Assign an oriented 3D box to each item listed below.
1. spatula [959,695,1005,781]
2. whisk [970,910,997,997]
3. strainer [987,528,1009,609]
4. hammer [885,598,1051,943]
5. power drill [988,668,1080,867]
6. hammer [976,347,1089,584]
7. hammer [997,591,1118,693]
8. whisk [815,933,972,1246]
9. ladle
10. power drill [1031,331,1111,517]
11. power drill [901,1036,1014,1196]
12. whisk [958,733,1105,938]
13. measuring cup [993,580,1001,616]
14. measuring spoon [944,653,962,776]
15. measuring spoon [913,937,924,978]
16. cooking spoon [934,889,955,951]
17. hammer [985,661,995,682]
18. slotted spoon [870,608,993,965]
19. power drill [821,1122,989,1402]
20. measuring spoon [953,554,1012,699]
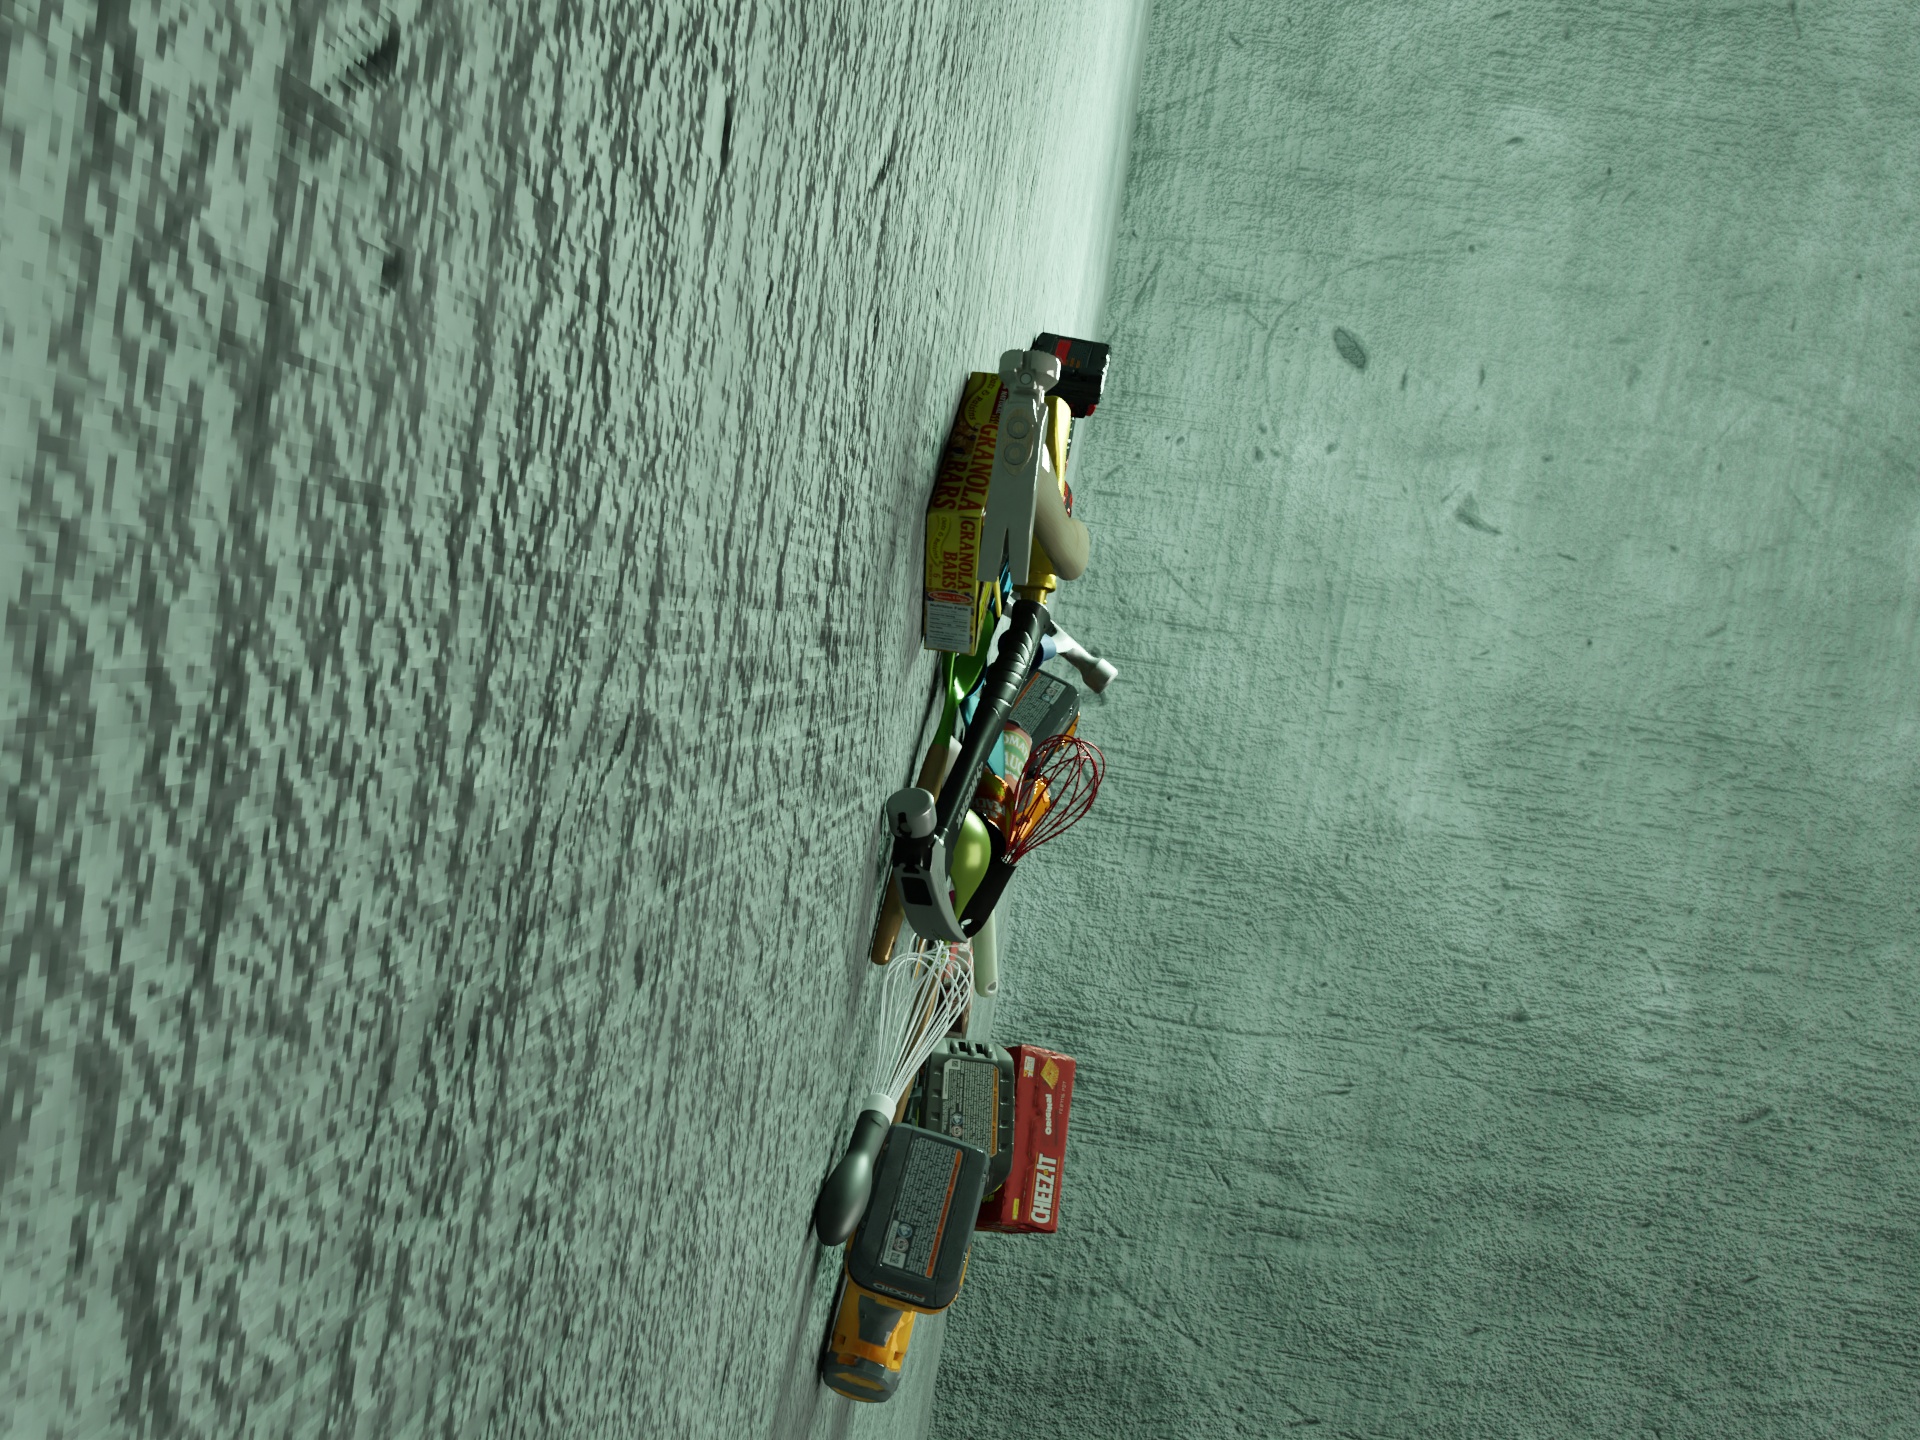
[{"bbox_3d":[0.020,-0.065,1.356,0.317,0.044,0.082,90,-1,-51],"label":"spatula"},{"bbox_3d":[0.021,0.184,1.626,0.058,0.059,0.246,-24,126,-32],"label":"whisk"},{"bbox_3d":[0.033,-0.143,1.383,0.258,0.050,0.087,101,-17,-67],"label":"strainer"},{"bbox_3d":[0.016,0.018,1.191,0.335,0.035,0.146,-66,154,-48],"label":"hammer"},{"bbox_3d":[0.051,0.070,1.674,0.164,0.084,0.226,-53,162,-37],"label":"power drill"},{"bbox_3d":[0.063,-0.143,1.178,0.410,0.038,0.146,27,70,-80],"label":"hammer"},{"bbox_3d":[0.077,-0.075,1.534,0.035,0.144,0.405,-50,175,8],"label":"hammer"},{"bbox_3d":[-0.049,0.250,1.114,0.285,0.070,0.070,-65,164,-53],"label":"whisk"},{"bbox_3d":[-0.040,0.222,1.287,0.078,0.062,0.320,-11,117,-88],"label":"ladle"},{"bbox_3d":[0.093,-0.267,1.649,0.188,0.080,0.226,-73,173,-56],"label":"power drill"},{"bbox_3d":[-0.016,0.375,1.430,0.223,0.080,0.171,114,-18,-57],"label":"power drill"},{"bbox_3d":[0.053,0.114,1.477,0.073,0.073,0.295,-75,-169,-48],"label":"whisk"},{"bbox_3d":[0.034,-0.159,1.238,0.062,0.029,0.156,-64,150,-83],"label":"measuring cup"},{"bbox_3d":[-0.002,-0.004,1.354,0.034,0.018,0.124,-73,170,-55],"label":"measuring spoon"},{"bbox_3d":[-0.034,0.176,1.395,0.021,0.011,0.116,-68,169,-66],"label":"measuring spoon"},{"bbox_3d":[-0.006,0.200,1.677,0.319,0.017,0.069,-3,98,-84],"label":"cooking spoon"},{"bbox_3d":[0.040,0.042,1.818,0.336,0.034,0.127,90,9,-60],"label":"hammer"},{"bbox_3d":[-0.022,0.041,1.172,0.070,0.031,0.314,80,20,-52],"label":"slotted spoon"},{"bbox_3d":[-0.041,0.380,1.178,0.226,0.084,0.185,107,0,-48],"label":"power drill"},{"bbox_3d":[0.017,-0.079,1.289,0.042,0.021,0.128,11,101,-58],"label":"measuring spoon"}]
